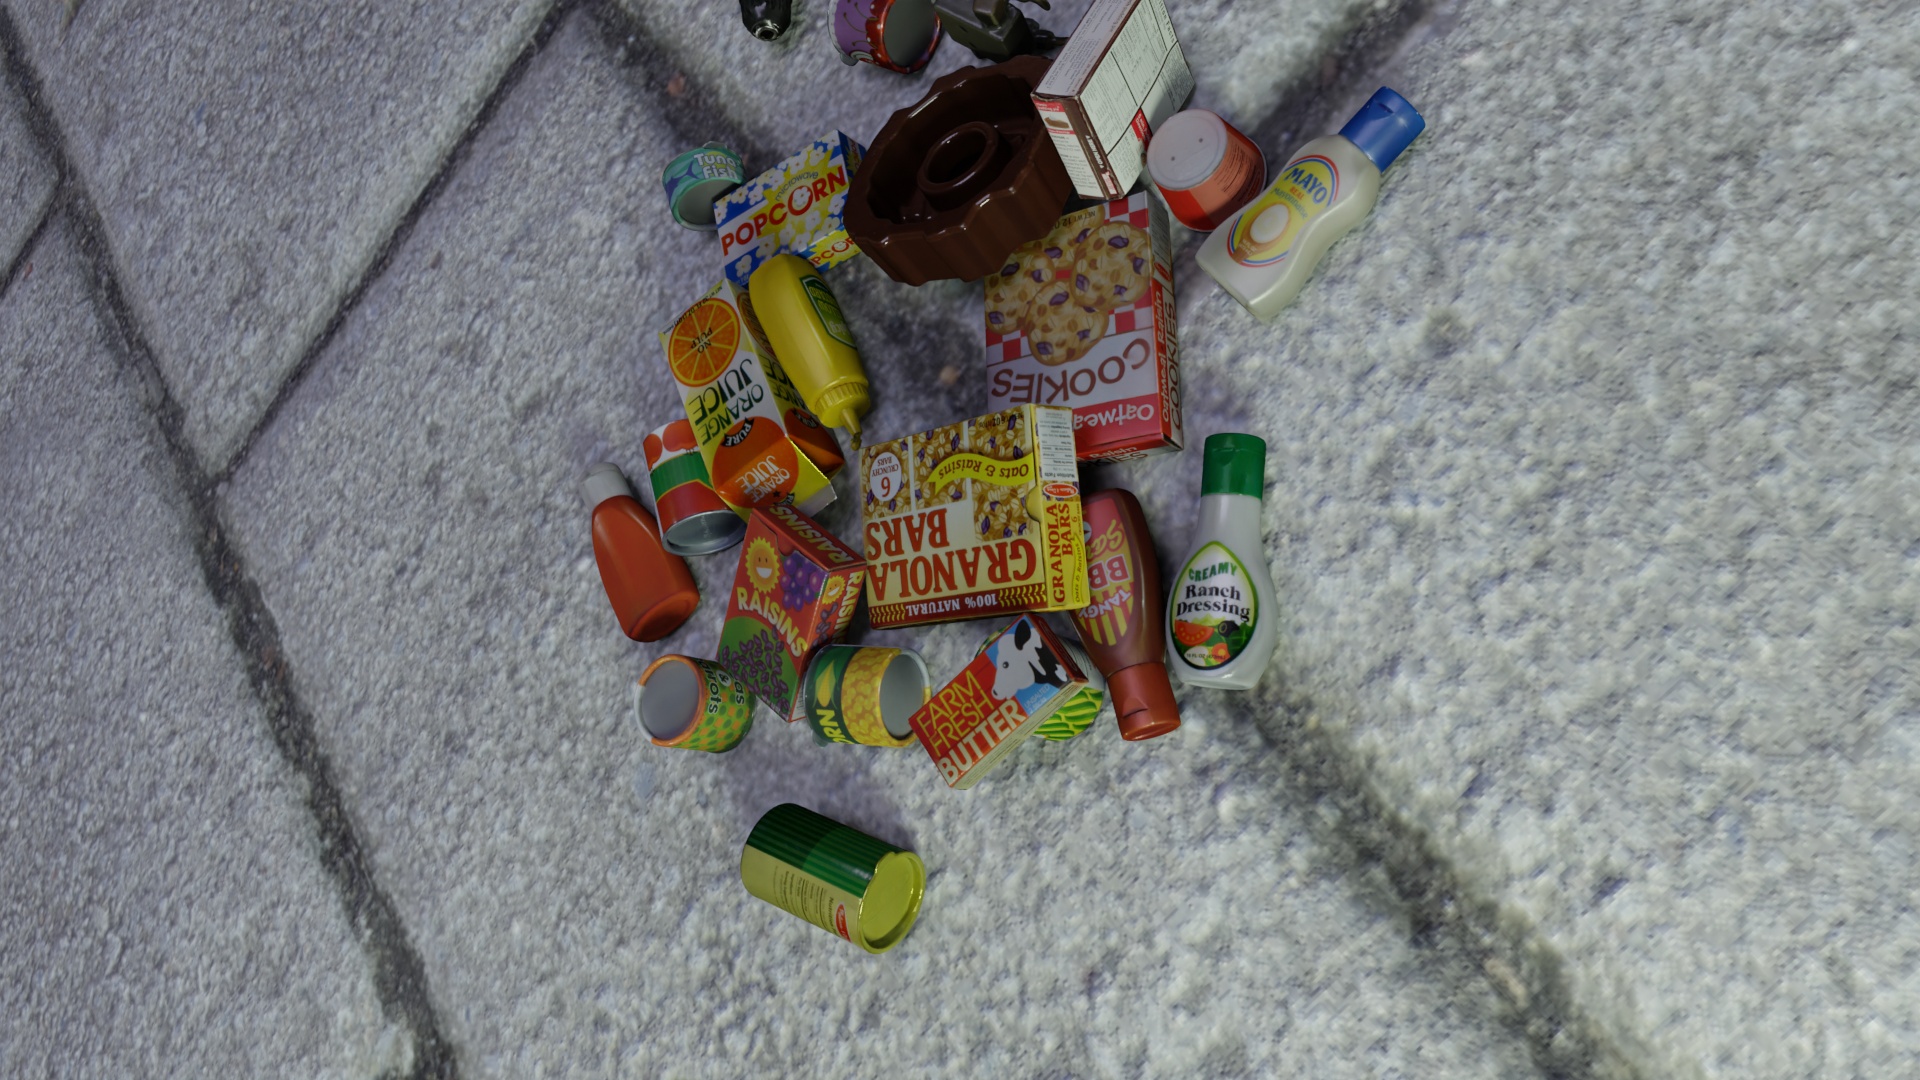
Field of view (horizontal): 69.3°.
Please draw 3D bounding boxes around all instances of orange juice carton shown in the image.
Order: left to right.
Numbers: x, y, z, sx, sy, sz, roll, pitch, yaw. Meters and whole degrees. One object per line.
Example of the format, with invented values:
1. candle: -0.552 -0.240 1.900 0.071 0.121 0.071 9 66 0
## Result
1. orange juice carton: -0.147 -0.089 1.012 0.071 0.073 0.193 -34 62 20

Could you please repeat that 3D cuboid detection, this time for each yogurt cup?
1. yogurt cup: 0.153 -0.236 0.877 0.072 0.054 0.072 -8 74 30

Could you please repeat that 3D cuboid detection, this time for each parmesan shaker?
1. parmesan shaker: -0.083 0.213 0.894 0.103 0.071 0.071 15 86 34

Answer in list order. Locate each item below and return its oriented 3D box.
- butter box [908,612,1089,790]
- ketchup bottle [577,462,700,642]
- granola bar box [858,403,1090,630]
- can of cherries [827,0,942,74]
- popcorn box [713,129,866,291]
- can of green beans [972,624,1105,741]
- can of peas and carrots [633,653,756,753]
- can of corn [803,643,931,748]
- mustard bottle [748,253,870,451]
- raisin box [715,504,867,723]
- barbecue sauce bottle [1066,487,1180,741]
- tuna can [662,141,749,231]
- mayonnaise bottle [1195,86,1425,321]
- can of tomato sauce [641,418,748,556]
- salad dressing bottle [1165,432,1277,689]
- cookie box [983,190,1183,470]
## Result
1. butter box: 0.021 0.095 0.817 0.103 0.024 0.053 -44 60 15
2. ketchup bottle: -0.255 0.004 1.071 0.064 0.043 0.149 -41 60 16
3. granola bar box: 0.003 -0.011 0.882 0.165 0.039 0.124 -11 82 46
4. can of cherries: -0.056 -0.386 1.041 0.058 0.071 0.071 28 93 33
5. popcorn box: -0.125 -0.244 1.060 0.126 0.038 0.085 -24 66 25
6. can of green beans: 0.047 0.088 0.854 0.071 0.058 0.071 -9 73 30
7. can of peas and carrots: -0.188 0.115 0.991 0.071 0.058 0.071 -8 74 30
8. can of corn: -0.061 0.104 0.911 0.058 0.071 0.071 -1 77 31
9. mustard bottle: -0.100 -0.132 1.003 0.048 0.065 0.160 -34 68 20
10. raisin box: -0.118 0.049 0.951 0.086 0.040 0.122 35 119 34
11. barbecue sauce bottle: 0.096 0.046 0.843 0.064 0.043 0.149 -26 66 27
12. tuna can: -0.198 -0.279 1.097 0.071 0.071 0.033 -30 65 22
13. mayonnaise bottle: 0.213 -0.206 0.839 0.148 0.041 0.065 -47 57 14
14. can of tomato sauce: -0.195 -0.040 1.034 0.071 0.071 0.083 -29 63 22
15. salad dressing bottle: 0.156 0.012 0.816 0.064 0.044 0.148 0 77 30
16. cookie box: 0.077 -0.130 0.904 0.123 0.040 0.168 -10 72 29
